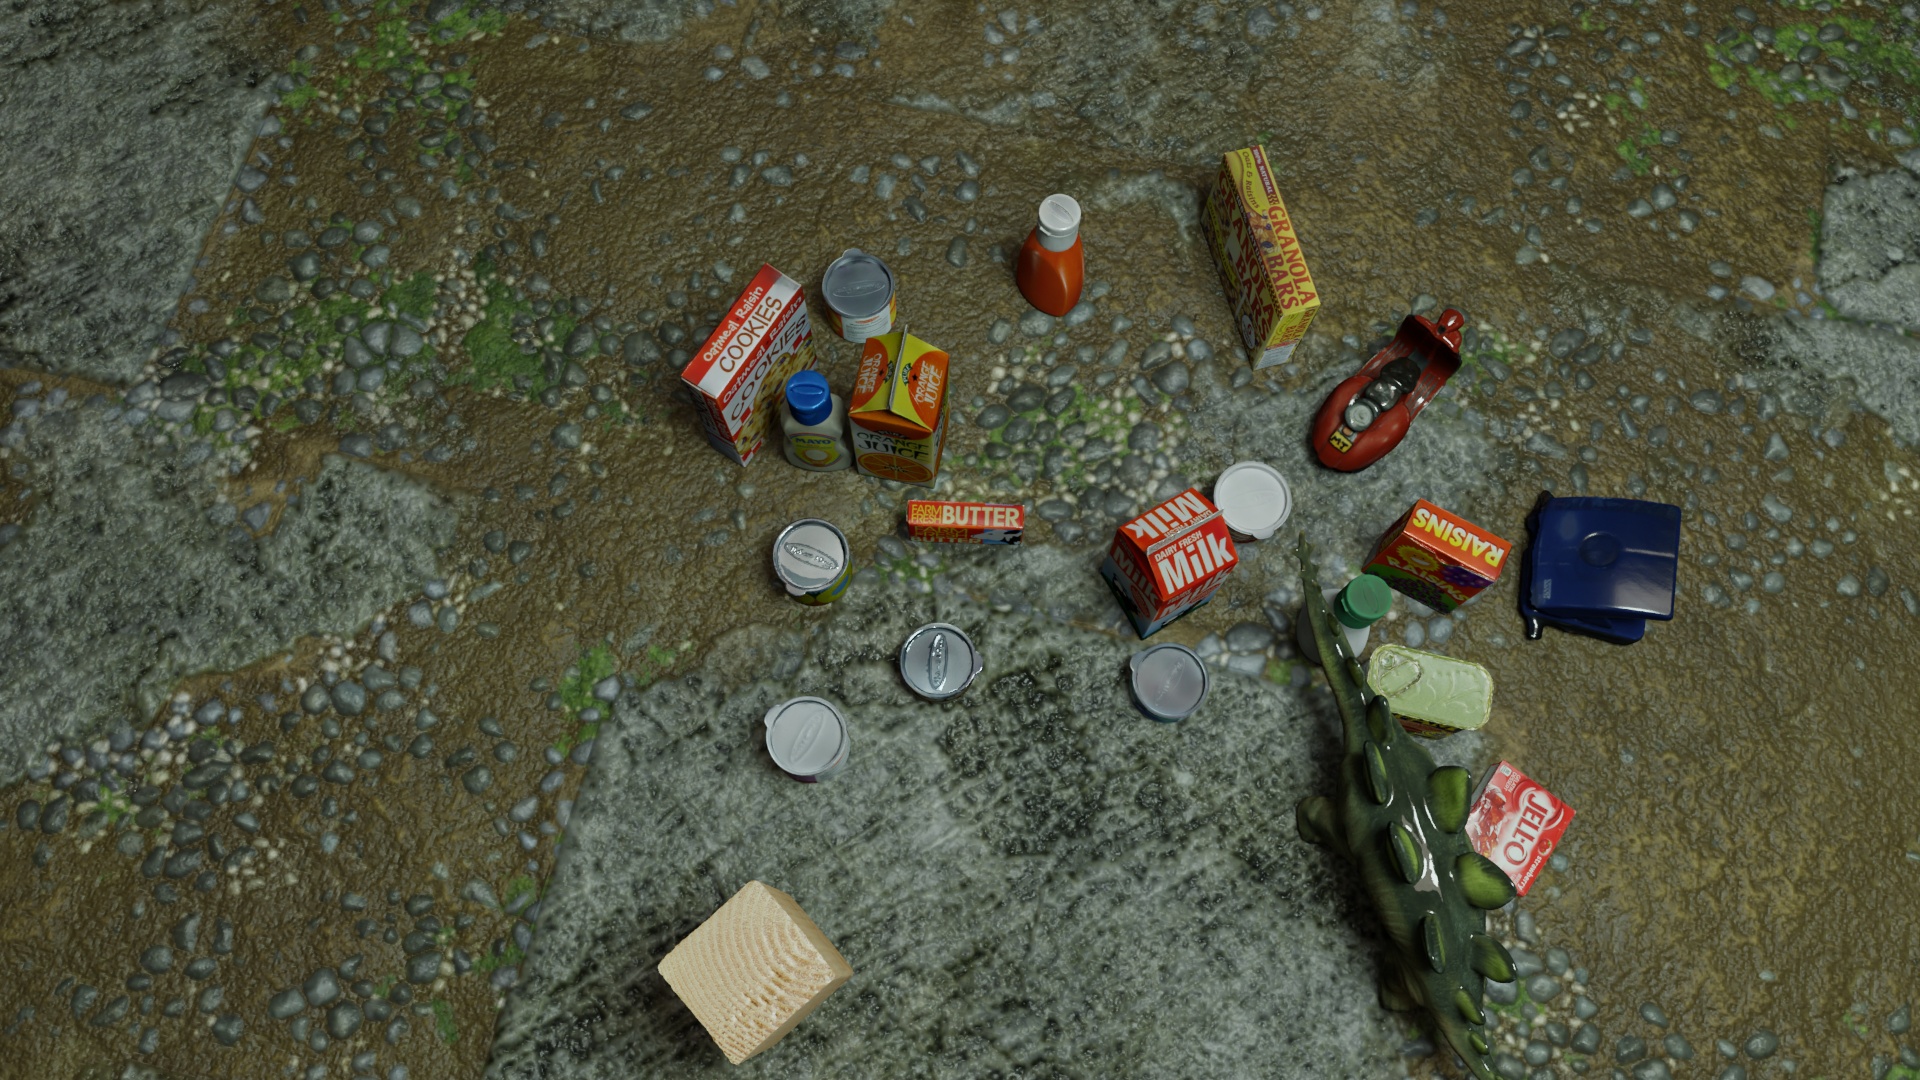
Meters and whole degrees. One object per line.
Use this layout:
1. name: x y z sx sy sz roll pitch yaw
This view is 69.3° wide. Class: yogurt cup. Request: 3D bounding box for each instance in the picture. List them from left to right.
1. yogurt cup: 0.255 -0.031 1.235 0.072 0.053 0.072 0 73 -1

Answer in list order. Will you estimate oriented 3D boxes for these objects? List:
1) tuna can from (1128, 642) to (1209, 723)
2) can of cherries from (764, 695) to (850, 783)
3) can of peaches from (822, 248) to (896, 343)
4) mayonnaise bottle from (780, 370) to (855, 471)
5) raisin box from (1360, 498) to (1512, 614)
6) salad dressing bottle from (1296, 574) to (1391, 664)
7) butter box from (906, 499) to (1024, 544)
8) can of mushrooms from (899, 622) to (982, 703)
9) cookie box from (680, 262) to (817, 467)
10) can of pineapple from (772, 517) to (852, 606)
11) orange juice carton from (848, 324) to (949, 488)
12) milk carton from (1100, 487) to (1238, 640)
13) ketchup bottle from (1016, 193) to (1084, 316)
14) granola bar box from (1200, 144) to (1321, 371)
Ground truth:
1. tuna can: 0.177 0.122 1.198 0.071 0.032 0.071 0 73 -1
2. can of cherries: -0.129 0.166 1.167 0.071 0.058 0.071 0 73 -1
3. can of peaches: -0.093 -0.226 1.288 0.071 0.058 0.071 0 73 -1
4. mayonnaise bottle: -0.126 -0.102 1.202 0.065 0.147 0.041 3 74 0
5. raisin box: 0.404 0.016 1.187 0.086 0.123 0.040 29 75 8
6. salad dressing bottle: 0.320 0.065 1.158 0.044 0.147 0.064 -15 74 -5
7. butter box: 0.004 -0.015 1.227 0.103 0.053 0.024 3 73 0
8. can of mushrooms: -0.017 0.107 1.200 0.071 0.033 0.071 0 73 -1
9. cookie box: -0.180 -0.149 1.206 0.040 0.167 0.123 31 75 8
10. can of pineapple: -0.130 0.021 1.212 0.071 0.057 0.071 0 73 -1
11. orange juice carton: -0.050 -0.113 1.184 0.073 0.192 0.072 11 74 3
12. milk carton: 0.172 0.017 1.148 0.072 0.190 0.073 -28 76 -8
13. ketchup bottle: 0.083 -0.258 1.253 0.065 0.148 0.043 41 77 10
14. granola bar box: 0.272 -0.256 1.268 0.039 0.124 0.166 -14 74 -5
